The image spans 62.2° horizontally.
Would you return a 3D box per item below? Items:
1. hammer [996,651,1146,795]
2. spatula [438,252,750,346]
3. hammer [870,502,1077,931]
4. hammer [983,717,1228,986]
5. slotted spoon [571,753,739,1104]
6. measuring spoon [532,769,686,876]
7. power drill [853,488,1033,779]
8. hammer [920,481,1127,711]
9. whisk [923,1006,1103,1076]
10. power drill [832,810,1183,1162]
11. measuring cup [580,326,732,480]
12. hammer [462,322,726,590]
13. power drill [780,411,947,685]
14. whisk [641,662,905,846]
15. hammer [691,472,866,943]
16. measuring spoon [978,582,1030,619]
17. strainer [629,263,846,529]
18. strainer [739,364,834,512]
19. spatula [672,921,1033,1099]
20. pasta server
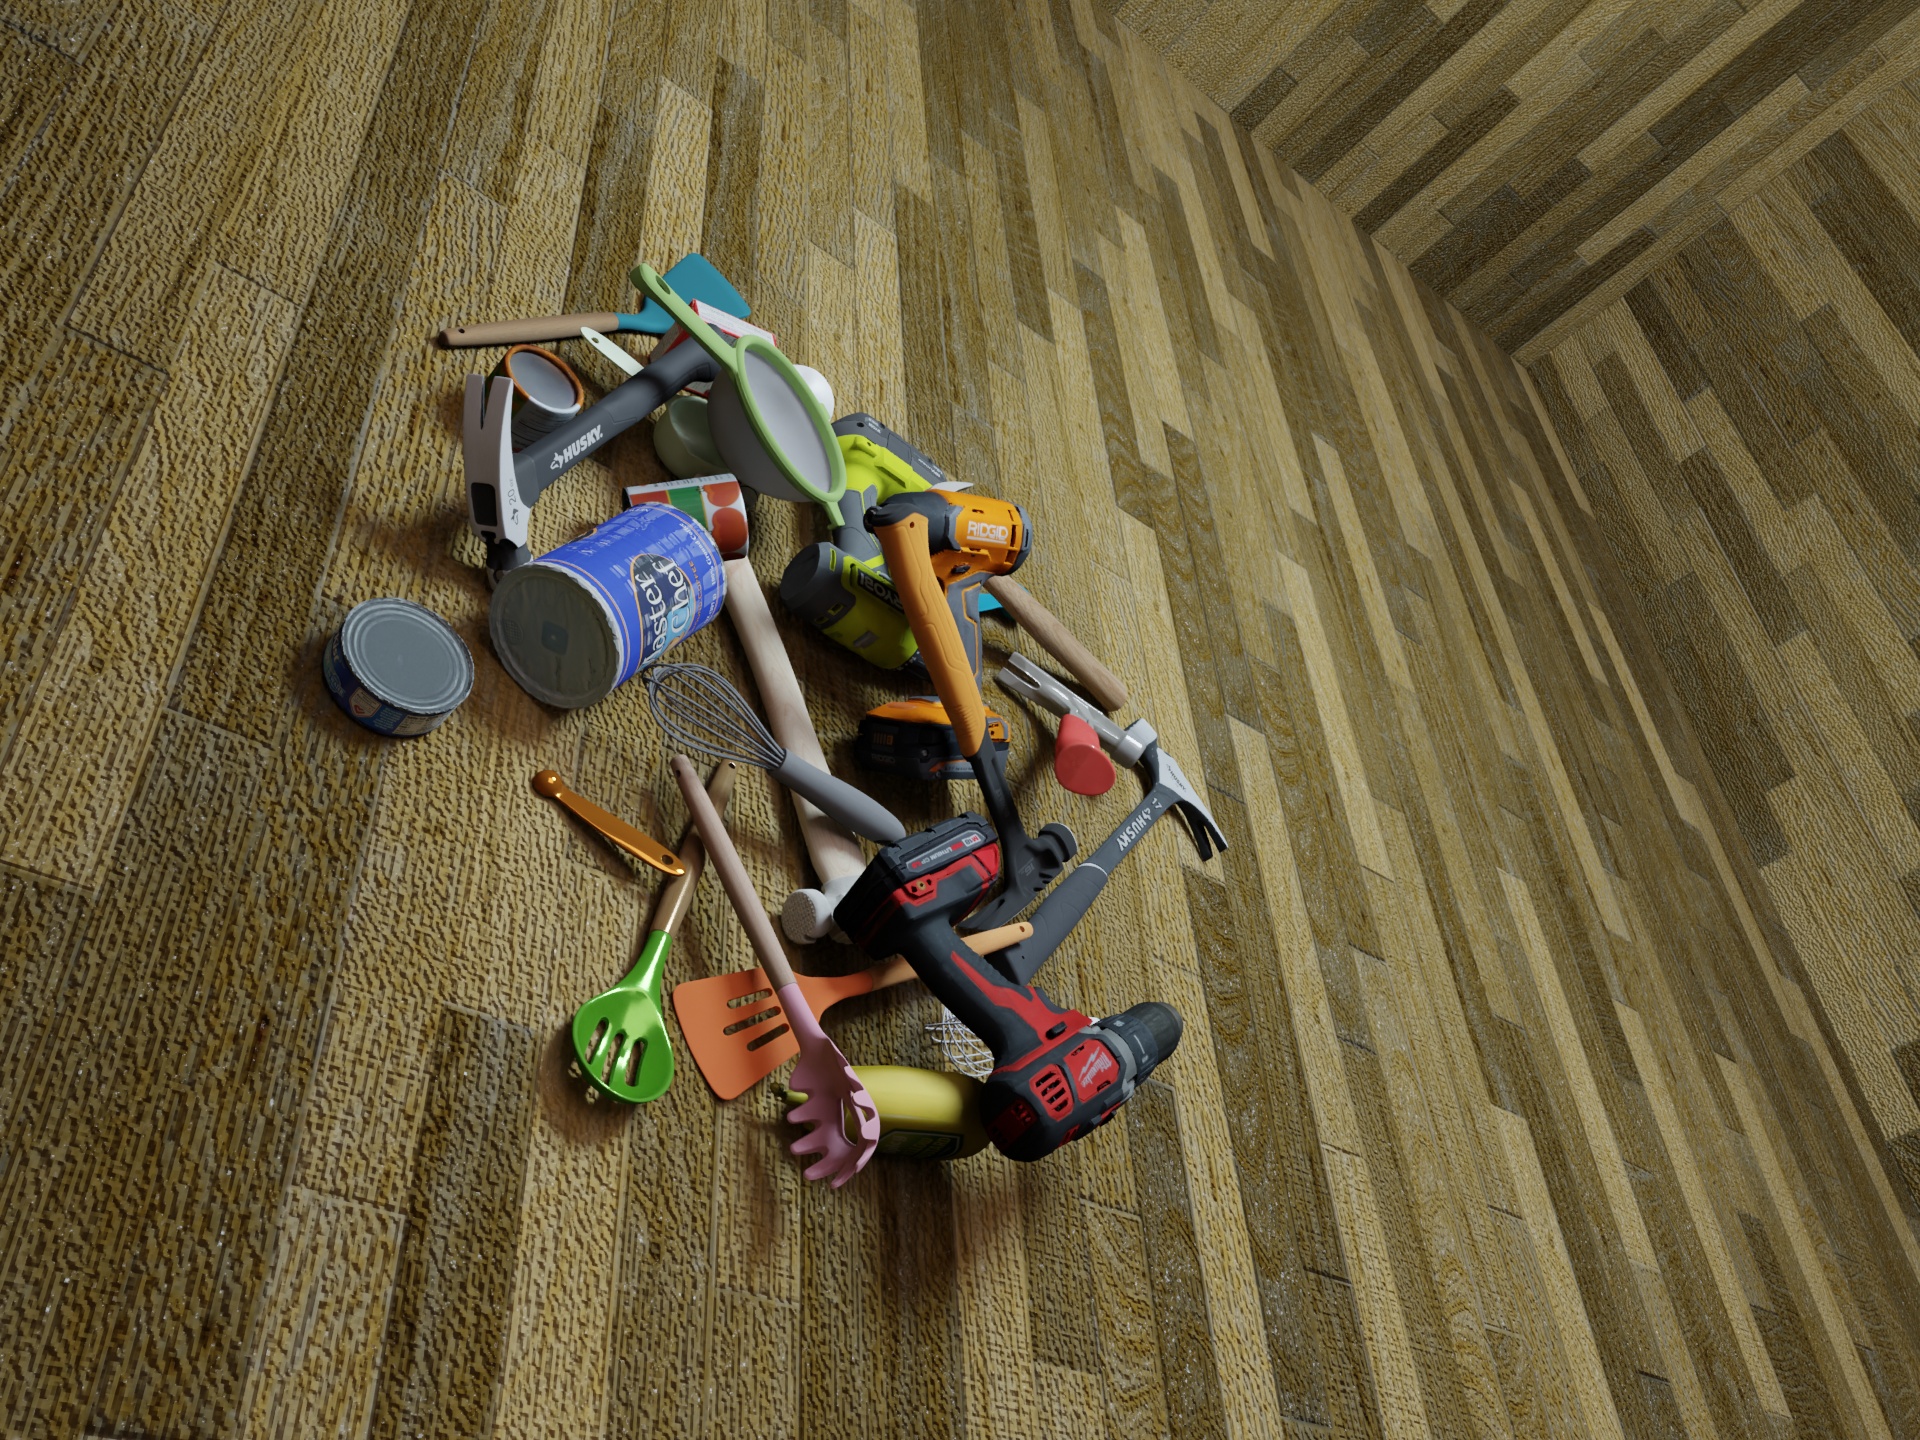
[{"bbox_3d":[0.088,0.008,1.290,0.149,0.036,0.359,34,8,1],"label":"hammer"},{"bbox_3d":[-0.304,-0.339,1.321,0.082,0.044,0.317,48,35,9],"label":"spatula"},{"bbox_3d":[-0.002,-0.004,1.205,0.127,0.034,0.336,-40,120,-39],"label":"hammer"},{"bbox_3d":[0.124,0.130,1.383,0.149,0.036,0.409,52,35,0],"label":"hammer"},{"bbox_3d":[-0.187,0.125,1.038,0.070,0.031,0.314,35,35,-18],"label":"slotted spoon"},{"bbox_3d":[-0.228,0.066,1.039,0.117,0.011,0.021,34,35,-4],"label":"measuring spoon"},{"bbox_3d":[-0.022,-0.069,1.259,0.164,0.084,0.226,2,95,-48],"label":"power drill"},{"bbox_3d":[0.059,-0.103,1.456,0.331,0.031,0.130,40,39,-42],"label":"hammer"},{"bbox_3d":[0.077,0.237,1.216,0.284,0.070,0.070,15,48,-48],"label":"whisk"},{"bbox_3d":[0.041,0.175,1.091,0.188,0.080,0.227,-19,64,-48],"label":"power drill"},{"bbox_3d":[-0.252,-0.257,1.310,0.167,0.038,0.083,40,36,-13],"label":"measuring cup"},{"bbox_3d":[-0.261,-0.232,1.185,0.035,0.146,0.335,10,34,17],"label":"hammer"},{"bbox_3d":[-0.064,-0.140,1.384,0.190,0.080,0.229,31,41,-34],"label":"power drill"},{"bbox_3d":[-0.125,0.028,1.112,0.238,0.055,0.055,36,37,-31],"label":"whisk"},{"bbox_3d":[-0.132,-0.018,1.226,0.146,0.038,0.411,5,54,-48],"label":"hammer"},{"bbox_3d":[0.018,-0.107,1.503,0.128,0.021,0.042,-9,64,-42],"label":"measuring spoon"},{"bbox_3d":[-0.188,-0.255,1.249,0.256,0.069,0.152,42,29,-45],"label":"strainer"},{"bbox_3d":[-0.157,-0.255,1.418,0.086,0.050,0.259,51,35,-27],"label":"strainer"},{"bbox_3d":[-0.056,0.181,1.113,0.322,0.041,0.081,-8,63,-50],"label":"spatula"},{"bbox_3d":[-0.128,0.149,1.022,0.040,0.060,0.316,10,44,-53],"label":"pasta server"}]
